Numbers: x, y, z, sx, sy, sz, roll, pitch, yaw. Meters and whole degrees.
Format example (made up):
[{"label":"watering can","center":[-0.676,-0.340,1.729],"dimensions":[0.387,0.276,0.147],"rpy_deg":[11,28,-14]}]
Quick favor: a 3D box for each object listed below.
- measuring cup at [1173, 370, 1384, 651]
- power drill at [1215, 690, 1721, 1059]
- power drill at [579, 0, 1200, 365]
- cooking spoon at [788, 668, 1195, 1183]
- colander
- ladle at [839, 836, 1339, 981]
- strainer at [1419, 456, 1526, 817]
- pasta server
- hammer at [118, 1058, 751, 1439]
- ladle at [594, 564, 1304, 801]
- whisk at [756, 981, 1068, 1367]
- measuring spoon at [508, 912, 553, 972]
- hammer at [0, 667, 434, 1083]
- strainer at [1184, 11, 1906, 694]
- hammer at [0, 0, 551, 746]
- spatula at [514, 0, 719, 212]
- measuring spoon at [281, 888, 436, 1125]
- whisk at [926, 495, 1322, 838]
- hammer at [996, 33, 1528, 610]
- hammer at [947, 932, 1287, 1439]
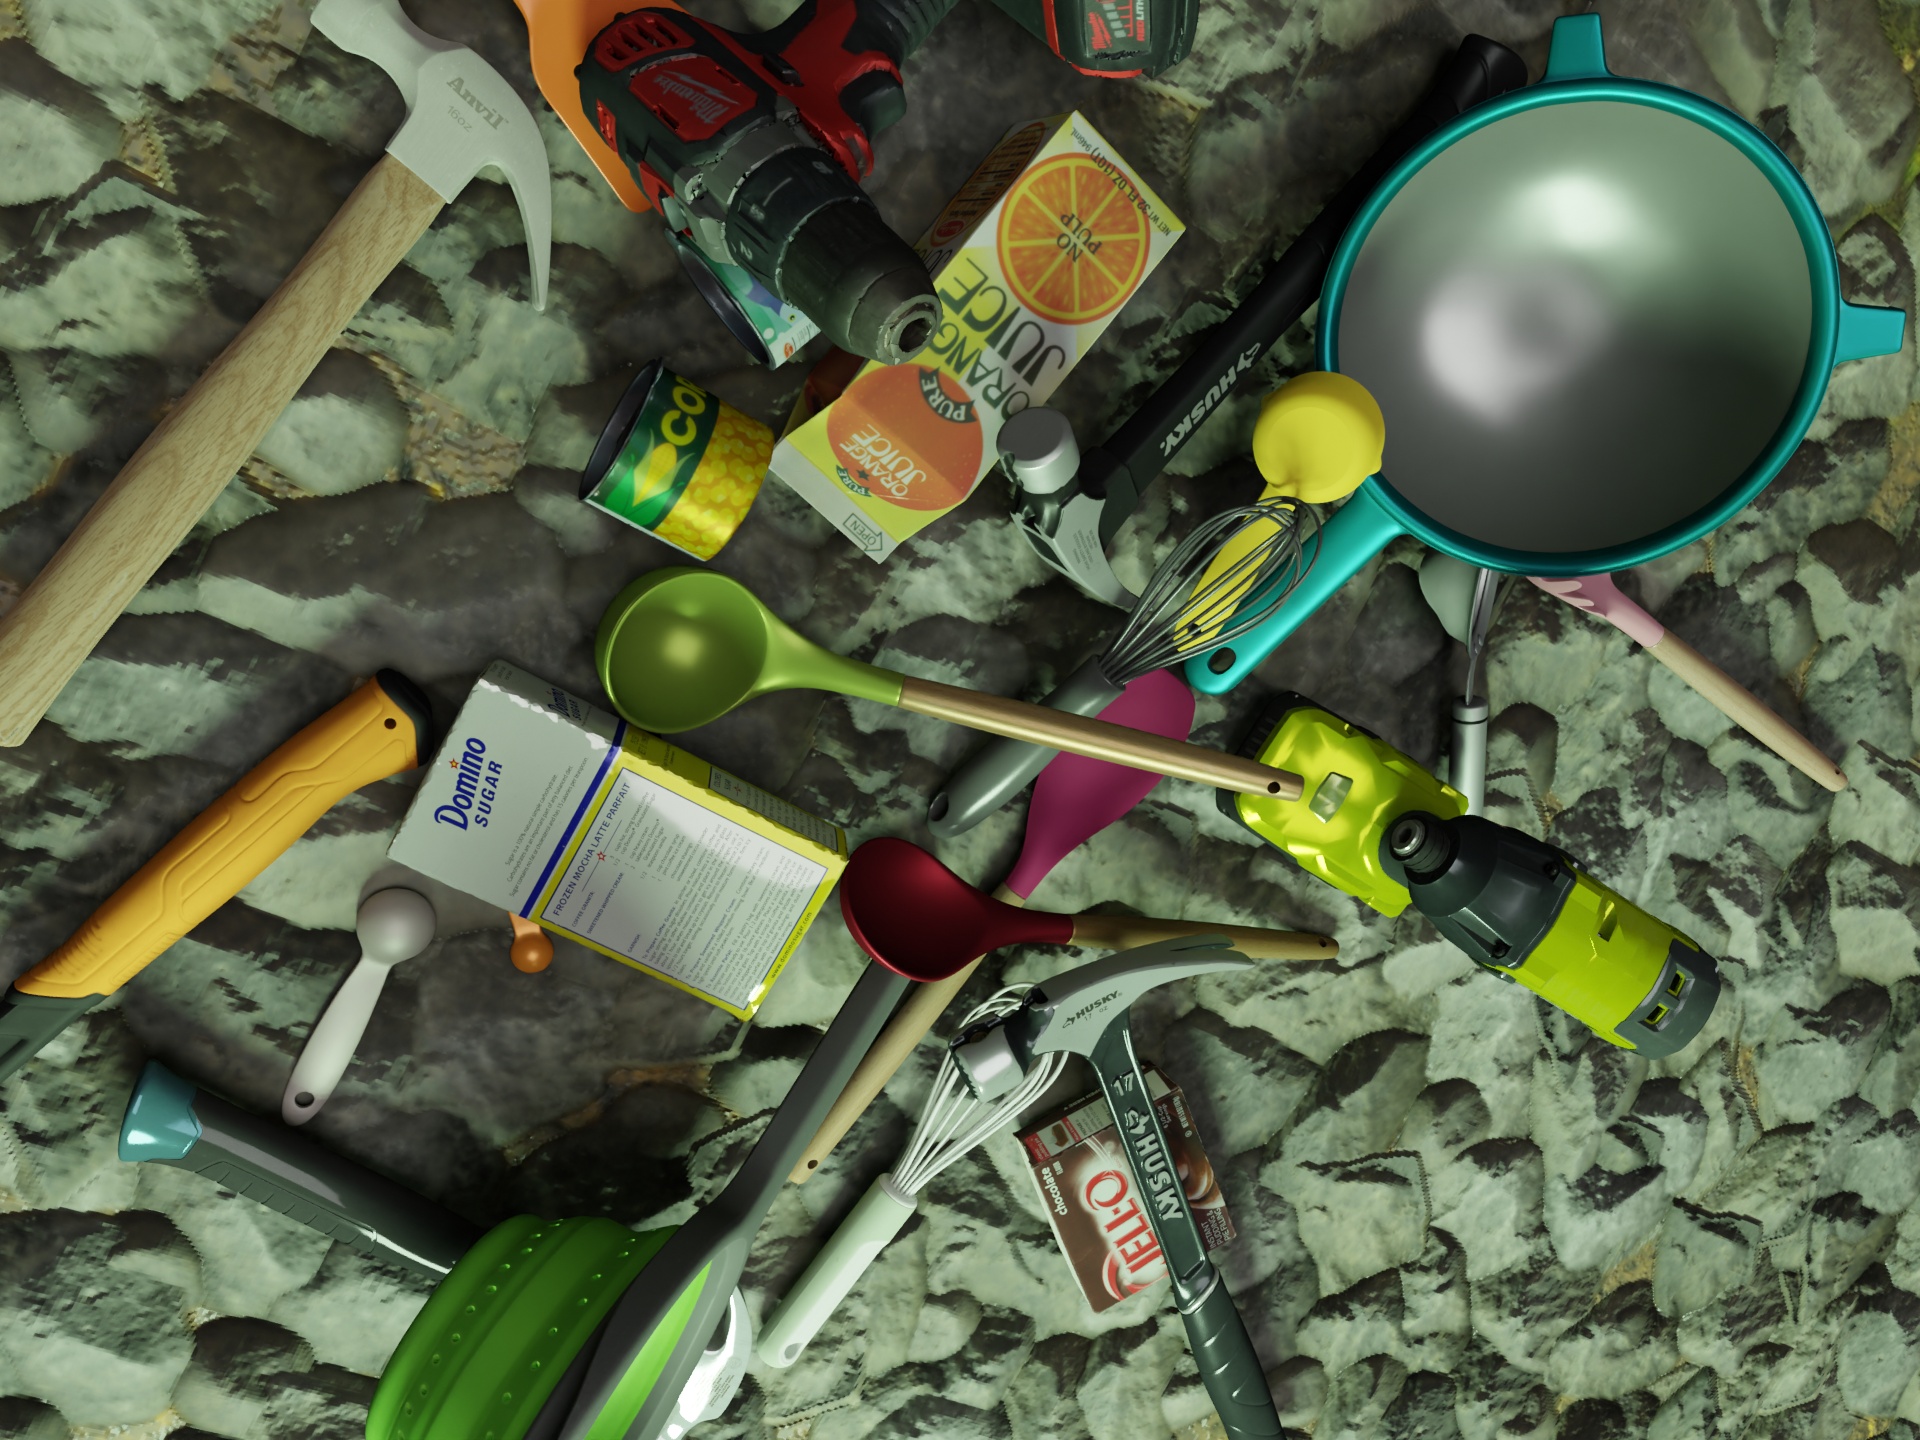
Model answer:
[{"label":"measuring cup","center":[0.138,-0.088,0.736],"dimensions":[0.062,0.029,0.156],"rpy_deg":[33,121,6]},{"label":"power drill","center":[0.220,0.063,0.746],"dimensions":[0.171,0.223,0.080],"rpy_deg":[30,94,-23]},{"label":"power drill","center":[-0.011,-0.245,0.606],"dimensions":[0.227,0.188,0.080],"rpy_deg":[-37,155,-11]},{"label":"cooking spoon","center":[0.012,0.106,0.799],"dimensions":[0.068,0.017,0.319],"rpy_deg":[36,93,-35]},{"label":"colander","center":[-0.140,0.218,0.708],"dimensions":[0.094,0.204,0.397],"rpy_deg":[28,65,10]},{"label":"ladle","center":[0.073,0.104,0.792],"dimensions":[0.315,0.031,0.069],"rpy_deg":[9,59,-32]},{"label":"strainer","center":[0.267,-0.013,0.840],"dimensions":[0.050,0.087,0.258],"rpy_deg":[6,116,26]},{"label":"pasta server","center":[0.407,-0.036,0.882],"dimensions":[0.316,0.040,0.060],"rpy_deg":[30,62,-25]},{"label":"hammer","center":[-0.238,0.251,0.748],"dimensions":[0.330,0.033,0.128],"rpy_deg":[37,92,-25]},{"label":"ladle","center":[-0.001,-0.002,0.701],"dimensions":[0.320,0.062,0.078],"rpy_deg":[14,112,-3]},{"label":"whisk","center":[-0.026,0.234,0.812],"dimensions":[0.246,0.059,0.057],"rpy_deg":[-53,141,6]},{"label":"measuring spoon","center":[-0.203,0.063,0.721],"dimensions":[0.021,0.011,0.117],"rpy_deg":[-11,108,-15]},{"label":"hammer","center":[-0.364,0.091,0.664],"dimensions":[0.337,0.034,0.127],"rpy_deg":[-41,114,-4]},{"label":"strainer","center":[0.234,-0.138,0.750],"dimensions":[0.211,0.095,0.340],"rpy_deg":[44,120,-1]},{"label":"hammer","center":[-0.285,-0.125,0.630],"dimensions":[0.130,0.031,0.331],"rpy_deg":[39,91,-23]},{"label":"spatula","center":[-0.223,-0.329,0.599],"dimensions":[0.322,0.041,0.081],"rpy_deg":[38,92,-20]},{"label":"measuring spoon","center":[-0.273,0.132,0.713],"dimensions":[0.034,0.018,0.124],"rpy_deg":[27,97,-23]},{"label":"whisk","center":[0.070,-0.019,0.737],"dimensions":[0.055,0.055,0.239],"rpy_deg":[38,113,-24]},{"label":"hammer","center":[0.149,-0.192,0.732],"dimensions":[0.335,0.035,0.146],"rpy_deg":[-47,149,-10]},{"label":"hammer","center":[0.124,0.283,0.839],"dimensions":[0.149,0.036,0.408],"rpy_deg":[-27,119,-10]}]
